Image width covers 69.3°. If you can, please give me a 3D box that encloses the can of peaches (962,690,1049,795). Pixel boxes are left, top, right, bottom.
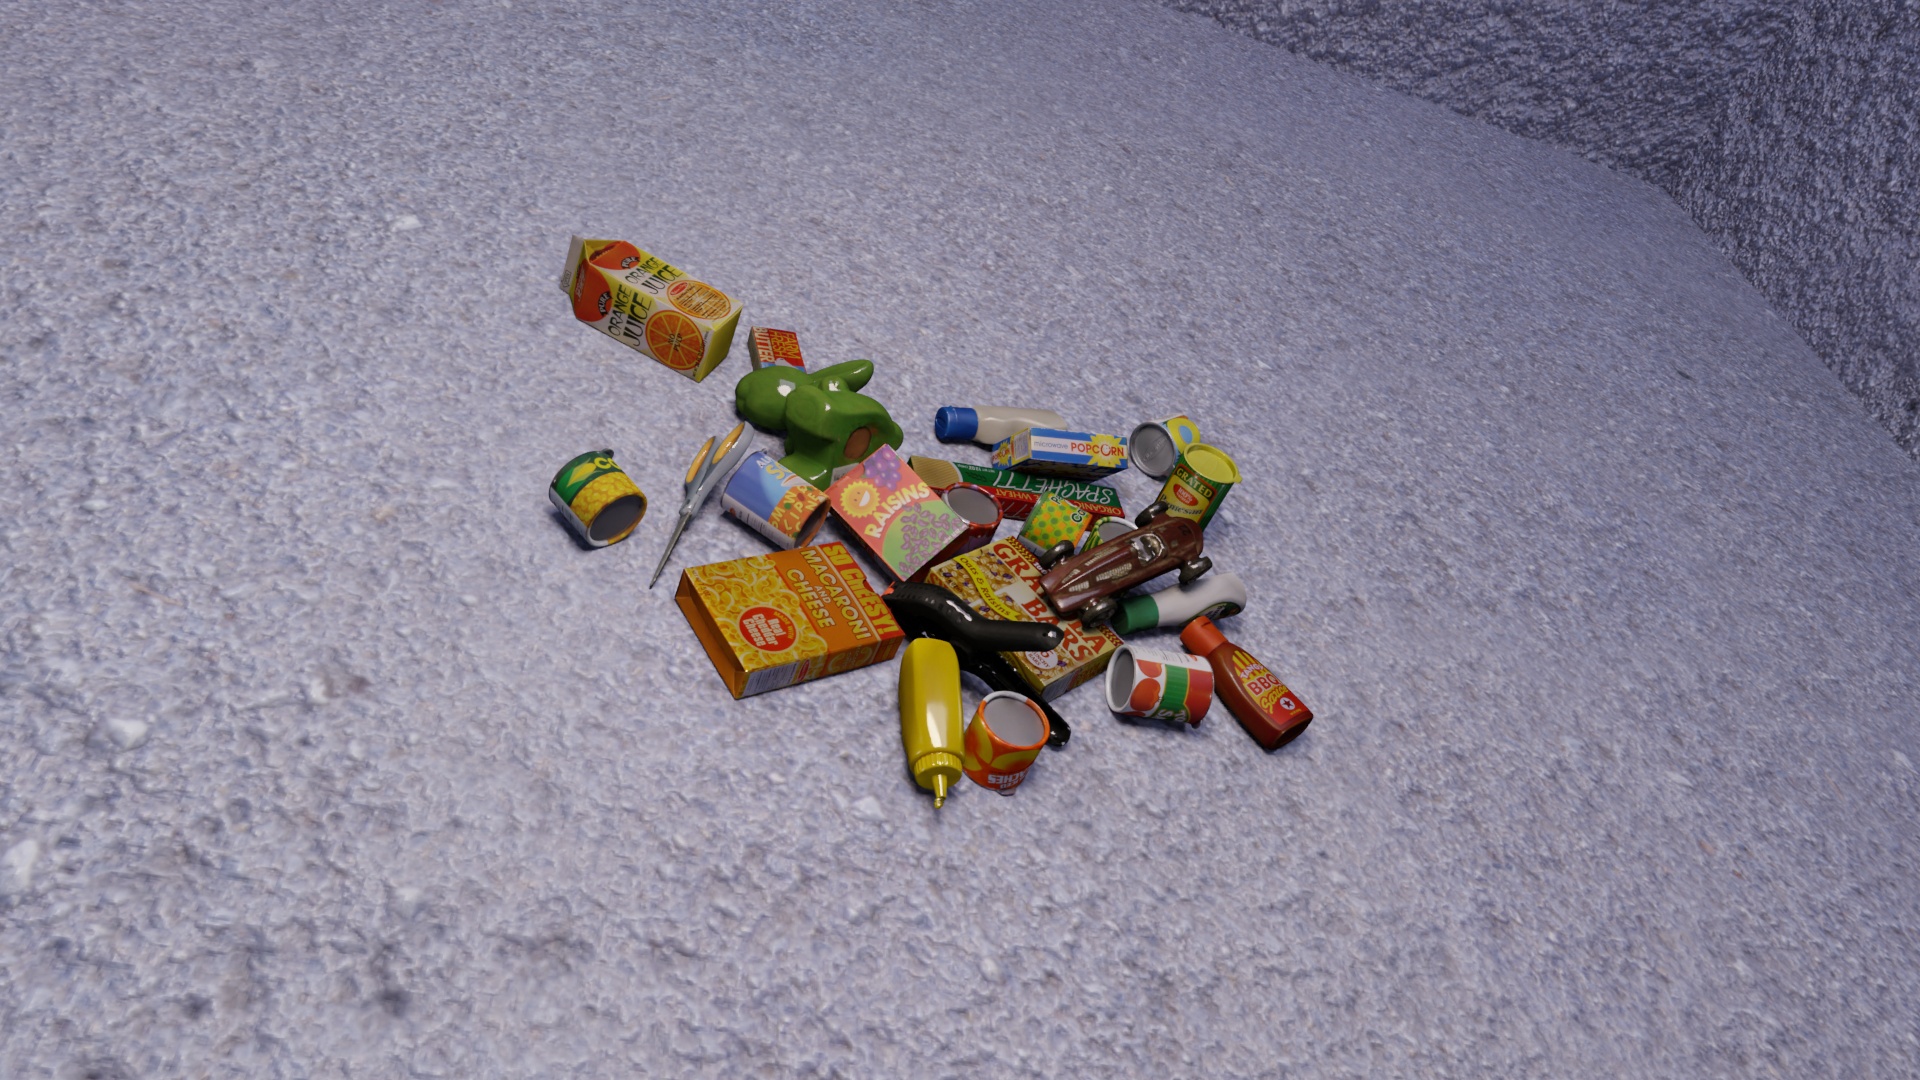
[{"bbox_3d":[0.038,0.174,1.198,0.071,0.057,0.071,16,38,-13],"label":"can of peaches"}]

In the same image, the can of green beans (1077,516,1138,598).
[{"bbox_3d":[0.159,0.017,1.451,0.071,0.057,0.071,16,39,-13],"label":"can of green beans"}]

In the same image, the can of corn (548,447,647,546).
[{"bbox_3d":[-0.320,-0.039,1.236,0.058,0.070,0.071,44,41,21],"label":"can of corn"}]

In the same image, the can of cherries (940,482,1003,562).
[{"bbox_3d":[0.005,-0.018,1.405,0.071,0.058,0.072,15,39,-13],"label":"can of cherries"}]

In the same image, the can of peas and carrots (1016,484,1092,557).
[{"bbox_3d":[0.098,-0.014,1.444,0.059,0.070,0.071,30,38,4],"label":"can of peas and carrots"}]

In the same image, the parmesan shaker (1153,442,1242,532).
[{"bbox_3d":[0.260,-0.047,1.548,0.071,0.102,0.072,15,38,-13],"label":"parmesan shaker"}]

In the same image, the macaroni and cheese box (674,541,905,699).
[{"bbox_3d":[-0.150,0.066,1.233,0.167,0.040,0.124,-11,51,-38],"label":"macaroni and cheese box"}]

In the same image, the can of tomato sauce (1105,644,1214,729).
[{"bbox_3d":[0.188,0.139,1.321,0.083,0.070,0.071,10,40,-18],"label":"can of tomato sauce"}]

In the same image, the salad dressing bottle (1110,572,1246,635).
[{"bbox_3d":[0.224,0.067,1.432,0.148,0.064,0.044,-10,69,-26],"label":"salad dressing bottle"}]

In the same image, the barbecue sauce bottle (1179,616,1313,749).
[{"bbox_3d":[0.281,0.140,1.389,0.065,0.043,0.149,-16,53,-40],"label":"barbecue sauce bottle"}]

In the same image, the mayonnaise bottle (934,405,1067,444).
[{"bbox_3d":[0.044,-0.129,1.570,0.148,0.041,0.065,1,23,-27],"label":"mayonnaise bottle"}]

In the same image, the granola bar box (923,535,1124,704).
[{"bbox_3d":[0.059,0.075,1.343,0.125,0.038,0.166,-21,58,-44],"label":"granola bar box"}]

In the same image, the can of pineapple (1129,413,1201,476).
[{"bbox_3d":[0.244,-0.112,1.648,0.058,0.070,0.071,-21,57,-44],"label":"can of pineapple"}]

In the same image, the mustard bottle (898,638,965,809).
[{"bbox_3d":[-0.023,0.160,1.180,0.049,0.065,0.161,7,47,-15],"label":"mustard bottle"}]

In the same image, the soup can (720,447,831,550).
[{"bbox_3d":[-0.173,-0.038,1.319,0.084,0.071,0.072,33,38,8],"label":"soup can"}]

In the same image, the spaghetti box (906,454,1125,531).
[{"bbox_3d":[0.061,-0.048,1.497,0.250,0.028,0.050,8,42,-21],"label":"spaghetti box"}]

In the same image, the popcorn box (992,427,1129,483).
[{"bbox_3d":[0.109,-0.093,1.529,0.127,0.085,0.038,4,78,-26],"label":"popcorn box"}]

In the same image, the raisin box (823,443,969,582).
[{"bbox_3d":[-0.063,-0.022,1.348,0.086,0.040,0.123,-40,73,-13],"label":"raisin box"}]

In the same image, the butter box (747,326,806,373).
[{"bbox_3d":[-0.200,-0.194,1.524,0.053,0.024,0.104,5,42,-24],"label":"butter box"}]

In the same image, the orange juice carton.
[{"bbox_3d":[-0.337,-0.254,1.478,0.193,0.071,0.073,28,37,3],"label":"orange juice carton"}]
